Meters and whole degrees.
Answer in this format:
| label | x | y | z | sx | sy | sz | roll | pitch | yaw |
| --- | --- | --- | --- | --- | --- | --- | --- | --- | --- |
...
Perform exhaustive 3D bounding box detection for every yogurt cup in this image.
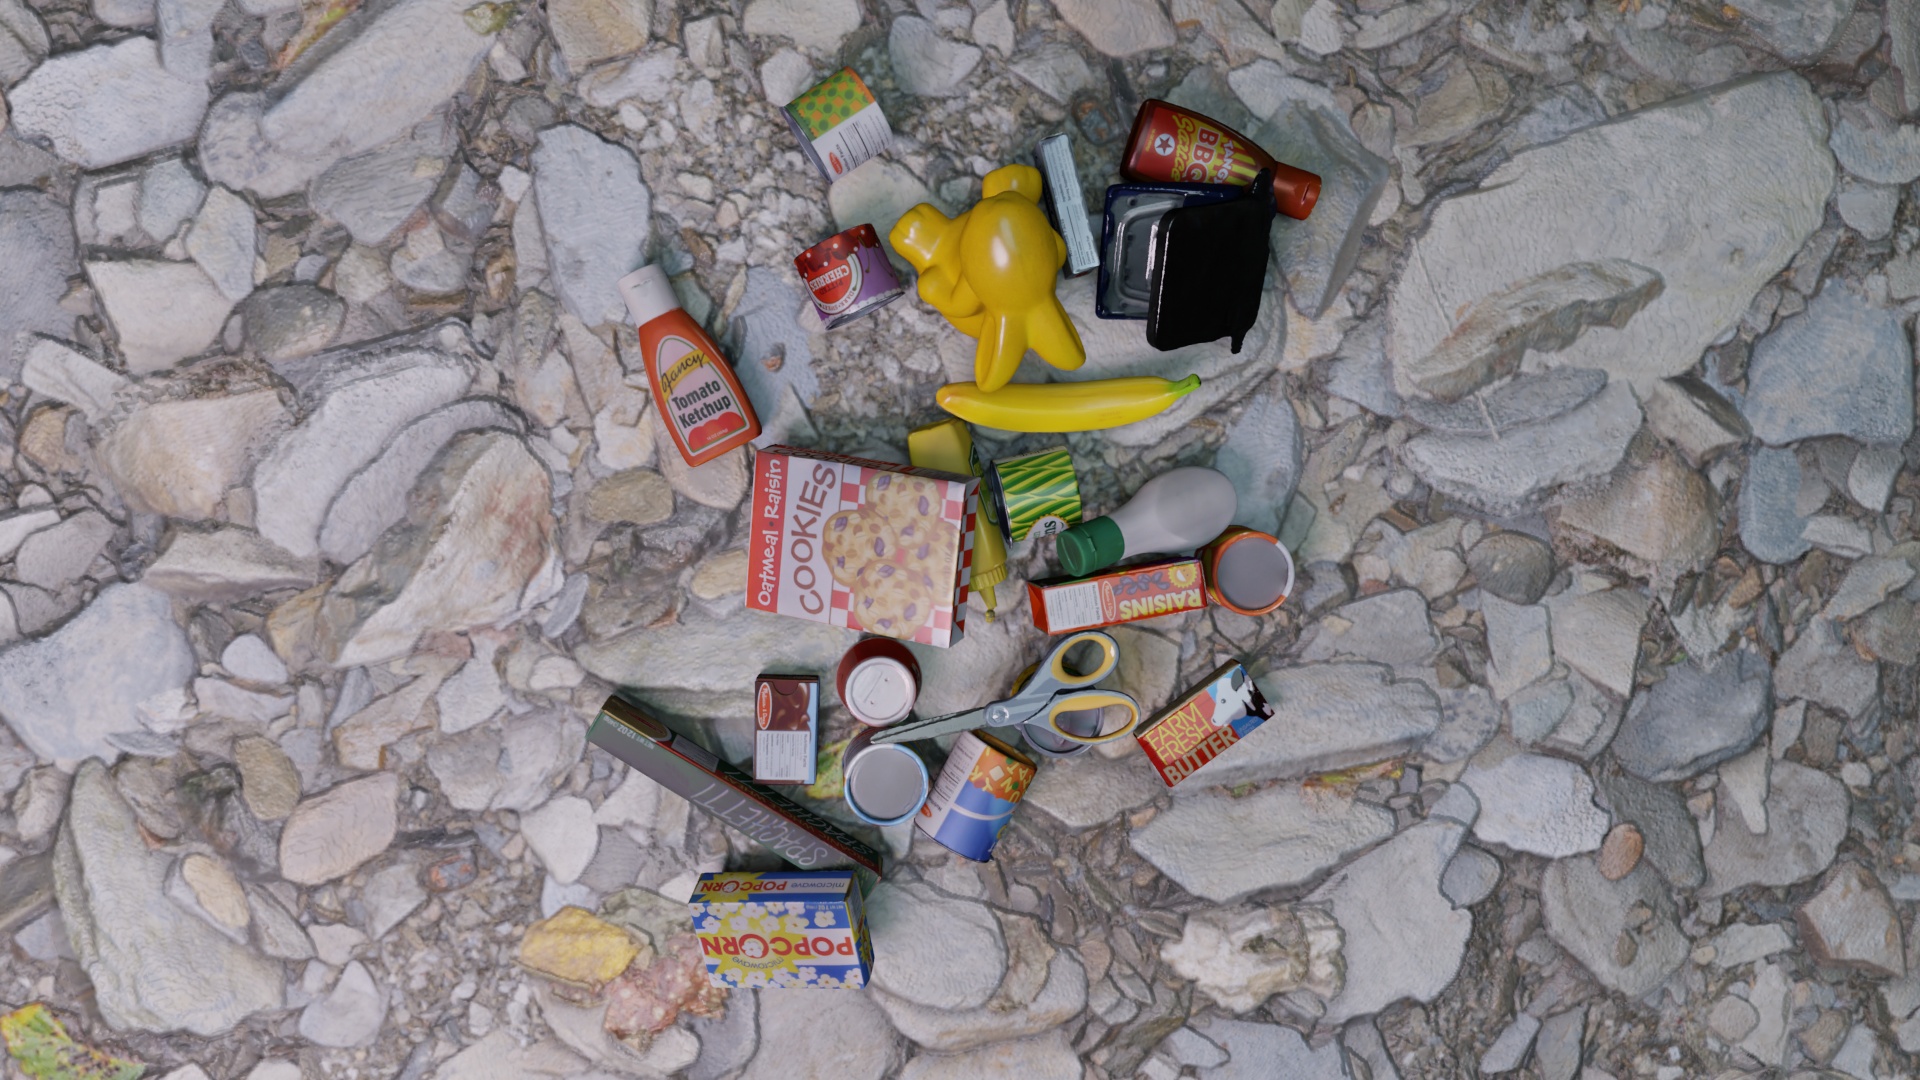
| label | x | y | z | sx | sy | sz | roll | pitch | yaw |
| --- | --- | --- | --- | --- | --- | --- | --- | --- | --- |
| yogurt cup | -0.062 | 0.111 | 1.067 | 0.072 | 0.054 | 0.072 | 0 | 94 | -5 |

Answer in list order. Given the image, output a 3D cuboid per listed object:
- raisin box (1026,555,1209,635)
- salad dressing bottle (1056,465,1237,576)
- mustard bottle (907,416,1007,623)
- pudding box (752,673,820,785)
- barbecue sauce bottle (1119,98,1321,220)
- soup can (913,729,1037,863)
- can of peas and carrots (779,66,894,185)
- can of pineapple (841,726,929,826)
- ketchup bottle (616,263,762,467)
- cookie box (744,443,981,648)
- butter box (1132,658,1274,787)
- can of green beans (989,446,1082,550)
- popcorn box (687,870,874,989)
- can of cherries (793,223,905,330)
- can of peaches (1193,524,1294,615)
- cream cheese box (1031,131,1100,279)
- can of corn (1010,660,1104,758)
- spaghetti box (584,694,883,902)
| label | x | y | z | sx | sy | sz | roll | pitch | yaw |
| --- | --- | --- | --- | --- | --- | --- | --- | --- | --- |
| raisin box | 0.118 | 0.040 | 1.061 | 0.123 | 0.086 | 0.040 | -9 | 91 | -4 |
| salad dressing bottle | 0.141 | -0.013 | 1.052 | 0.148 | 0.044 | 0.064 | -20 | 86 | -27 |
| mustard bottle | 0.004 | -0.013 | 1.060 | 0.049 | 0.065 | 0.160 | -16 | 101 | 11 |
| pudding box | -0.134 | 0.146 | 1.076 | 0.050 | 0.030 | 0.083 | 1 | 94 | -4 |
| barbecue sauce bottle | 0.201 | -0.285 | 1.064 | 0.148 | 0.044 | 0.064 | 17 | 99 | -6 |
| soup can | 0.015 | 0.197 | 1.075 | 0.071 | 0.071 | 0.083 | 29 | 92 | -7 |
| can of peas and carrots | -0.091 | -0.308 | 1.027 | 0.059 | 0.071 | 0.071 | -34 | 97 | -2 |
| can of pineapple | -0.057 | 0.183 | 1.071 | 0.071 | 0.058 | 0.071 | 0 | 95 | -5 |
| ketchup bottle | -0.208 | -0.133 | 1.041 | 0.065 | 0.043 | 0.148 | -26 | 96 | -2 |
| cookie box | -0.074 | 0.002 | 1.028 | 0.167 | 0.040 | 0.122 | 10 | 102 | 18 |
| butter box | 0.193 | 0.146 | 1.107 | 0.103 | 0.024 | 0.053 | -36 | 96 | -2 |
| can of green beans | 0.058 | -0.035 | 1.060 | 0.058 | 0.071 | 0.071 | -12 | 96 | -4 |
| popcorn box | -0.135 | 0.296 | 1.055 | 0.127 | 0.038 | 0.085 | -3 | 116 | 12 |
| can of cherries | -0.084 | -0.196 | 1.032 | 0.071 | 0.071 | 0.058 | -25 | 96 | -2 |
| can of peaches | 0.218 | 0.024 | 1.082 | 0.071 | 0.058 | 0.071 | 0 | 95 | -5 |
| cream cheese box | 0.080 | -0.252 | 1.051 | 0.024 | 0.053 | 0.103 | -15 | 96 | -2 |
| can of corn | 0.072 | 0.130 | 1.078 | 0.071 | 0.058 | 0.071 | 0 | 95 | -5 |
| spaghetti box | -0.171 | 0.198 | 1.067 | 0.250 | 0.050 | 0.028 | 33 | 94 | -7 |
